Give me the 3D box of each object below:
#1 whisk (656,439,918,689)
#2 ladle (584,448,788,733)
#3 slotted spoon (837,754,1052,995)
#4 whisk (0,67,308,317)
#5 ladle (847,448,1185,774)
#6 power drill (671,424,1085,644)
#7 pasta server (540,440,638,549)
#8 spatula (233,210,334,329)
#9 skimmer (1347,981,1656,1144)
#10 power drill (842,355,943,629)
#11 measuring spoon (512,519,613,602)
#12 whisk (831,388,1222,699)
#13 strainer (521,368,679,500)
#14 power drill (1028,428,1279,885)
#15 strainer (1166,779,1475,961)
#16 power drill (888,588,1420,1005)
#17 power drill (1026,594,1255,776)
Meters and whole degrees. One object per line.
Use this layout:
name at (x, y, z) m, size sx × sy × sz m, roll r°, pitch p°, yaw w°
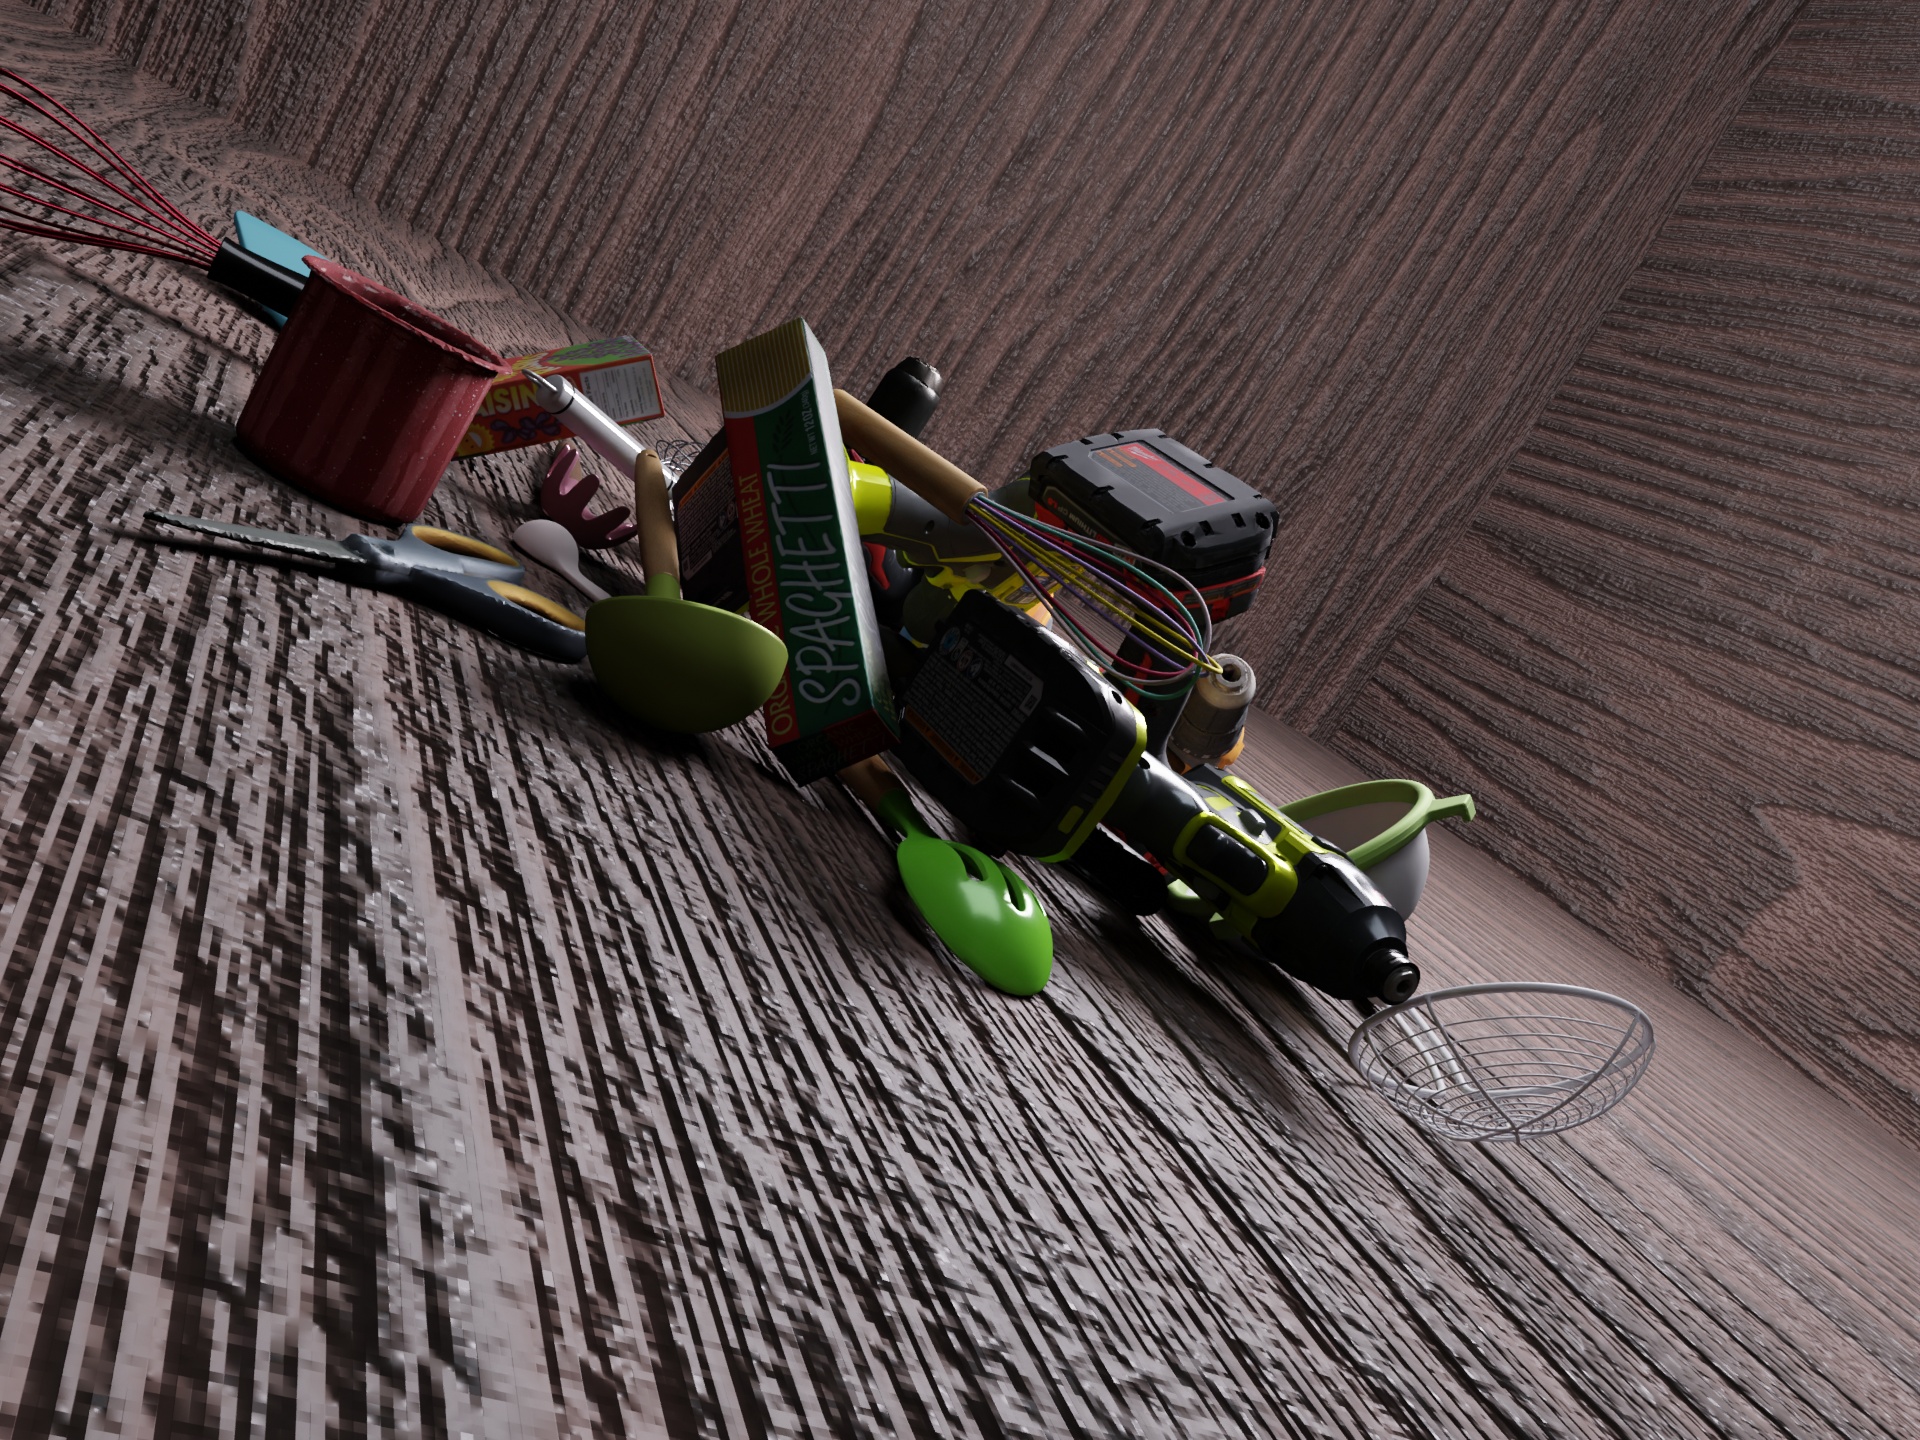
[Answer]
whisk at (-0.114, -0.100, 1.053) m, size 0.285 × 0.070 × 0.070 m, roll 41°, pitch 12°, yaw 24°
ladle at (-0.131, -0.080, 0.715) m, size 0.078 × 0.062 × 0.320 m, roll 15°, pitch 22°, yaw -20°
slotted spoon at (-0.039, 0.024, 0.681) m, size 0.070 × 0.031 × 0.314 m, roll 29°, pitch 7°, yaw -32°
whisk at (-0.396, -0.244, 0.804) m, size 0.295 × 0.073 × 0.073 m, roll 25°, pitch 10°, yaw -26°
ladle at (0.036, -0.063, 1.051) m, size 0.315 × 0.031 × 0.069 m, roll 40°, pitch 12°, yaw -16°
power drill at (-0.042, -0.098, 0.898) m, size 0.228 × 0.190 × 0.080 m, roll 4°, pitch 68°, yaw -34°
pasta server at (-0.232, -0.149, 0.965) m, size 0.060 × 0.040 × 0.316 m, roll 48°, pitch 1°, yaw -22°
spatula at (-0.349, -0.213, 0.906) m, size 0.082 × 0.044 × 0.318 m, roll 28°, pitch 9°, yaw -46°
skimmer at (0.238, 0.130, 0.824) m, size 0.127 × 0.090 × 0.363 m, roll 2°, pitch 7°, yaw 1°
power drill at (-0.047, -0.162, 1.200) m, size 0.080 × 0.188 × 0.226 m, roll 35°, pitch 5°, yaw 21°
measuring spoon at (-0.168, -0.064, 0.764) m, size 0.124 × 0.018 × 0.034 m, roll 36°, pitch 9°, yaw 23°
whisk at (0.023, -0.087, 0.744) m, size 0.245 × 0.051 × 0.047 m, roll 38°, pitch 42°, yaw 23°
strainer at (-0.168, -0.130, 0.915) m, size 0.087 × 0.050 × 0.258 m, roll 33°, pitch -4°, yaw 34°
power drill at (0.081, -0.032, 0.833) m, size 0.078 × 0.219 × 0.143 m, roll -16°, pitch 40°, yaw -30°
strainer at (0.180, 0.091, 0.903) m, size 0.069 × 0.151 × 0.256 m, roll 66°, pitch -9°, yaw -5°
power drill at (0.088, 0.042, 0.679) m, size 0.223 × 0.080 × 0.171 m, roll 30°, pitch 7°, yaw -31°
power drill at (0.102, -0.036, 1.137) m, size 0.226 × 0.084 × 0.185 m, roll 33°, pitch -23°, yaw 8°
